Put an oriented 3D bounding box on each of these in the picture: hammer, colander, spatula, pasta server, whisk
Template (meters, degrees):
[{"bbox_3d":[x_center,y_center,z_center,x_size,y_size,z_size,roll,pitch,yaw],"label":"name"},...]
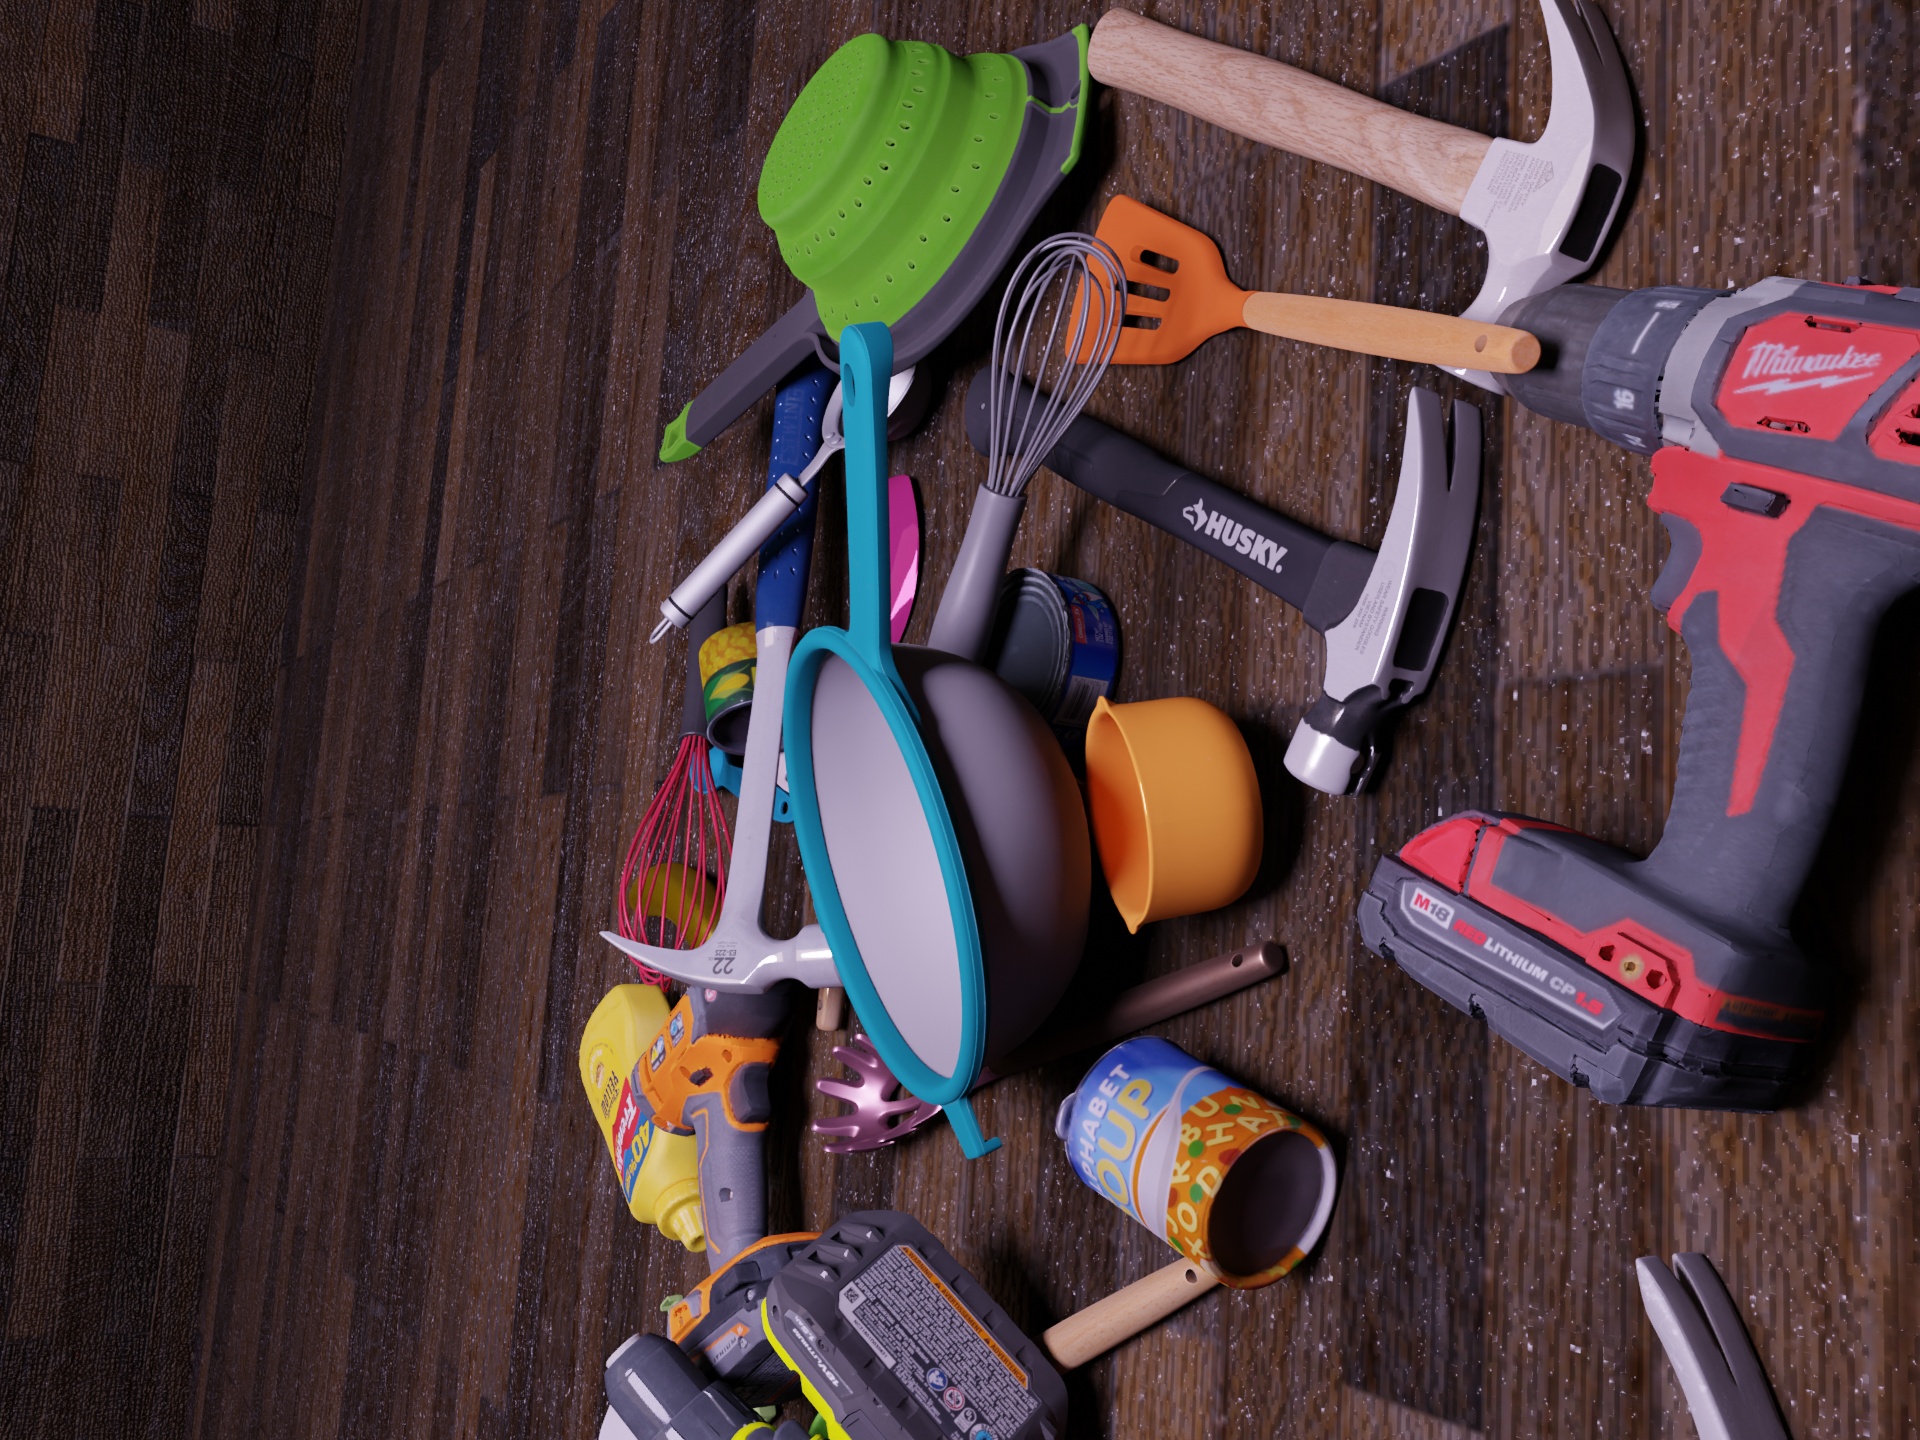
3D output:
[{"bbox_3d":[-0.113,-0.041,0.919,0.144,0.035,0.406,-6,63,19],"label":"hammer"},{"bbox_3d":[0.121,0.287,0.553,0.359,0.036,0.149,-36,54,48],"label":"hammer"},{"bbox_3d":[-0.094,-0.262,0.899,0.397,0.094,0.205,-28,45,43],"label":"colander"},{"bbox_3d":[0.120,-0.161,0.625,0.323,0.041,0.081,-131,56,-66],"label":"spatula"},{"bbox_3d":[0.143,-0.251,0.653,0.332,0.031,0.130,51,125,49],"label":"hammer"},{"bbox_3d":[0.091,-0.105,0.695,0.335,0.035,0.146,42,118,53],"label":"hammer"},{"bbox_3d":[0.027,0.149,0.730,0.316,0.040,0.060,-34,44,47],"label":"pasta server"},{"bbox_3d":[0.022,-0.103,0.730,0.055,0.055,0.239,48,127,50],"label":"whisk"},{"bbox_3d":[-0.167,0.030,0.993,0.073,0.073,0.296,-40,40,46],"label":"whisk"}]

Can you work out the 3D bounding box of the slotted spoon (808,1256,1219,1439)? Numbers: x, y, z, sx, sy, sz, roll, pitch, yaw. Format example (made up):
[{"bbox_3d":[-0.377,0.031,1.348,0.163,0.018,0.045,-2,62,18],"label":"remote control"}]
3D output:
[{"bbox_3d":[0.019,0.300,0.715,0.313,0.031,0.070,-47,63,38],"label":"slotted spoon"}]

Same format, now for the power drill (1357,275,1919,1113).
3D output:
[{"bbox_3d":[0.202,-0.021,0.469,0.188,0.080,0.226,36,109,54],"label":"power drill"}]

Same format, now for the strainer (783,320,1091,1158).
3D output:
[{"bbox_3d":[-0.001,-0.002,0.669,0.211,0.095,0.340,-134,37,-53],"label":"strainer"}]

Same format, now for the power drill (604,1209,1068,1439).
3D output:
[{"bbox_3d":[-0.069,0.324,0.723,0.191,0.080,0.228,44,128,15],"label":"power drill"}]

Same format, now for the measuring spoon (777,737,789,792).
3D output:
[{"bbox_3d":[-0.125,0.008,1.021,0.034,0.018,0.124,-49,48,13],"label":"measuring spoon"}]

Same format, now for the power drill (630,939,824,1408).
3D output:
[{"bbox_3d":[-0.115,0.241,0.881,0.164,0.084,0.227,-53,42,37],"label":"power drill"}]

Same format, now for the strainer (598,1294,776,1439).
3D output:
[{"bbox_3d":[-0.186,0.487,0.946,0.151,0.069,0.256,11,90,57],"label":"strainer"}]

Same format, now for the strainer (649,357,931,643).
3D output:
[{"bbox_3d":[-0.090,-0.137,0.911,0.258,0.050,0.087,-46,33,5],"label":"strainer"}]

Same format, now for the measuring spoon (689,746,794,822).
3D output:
[{"bbox_3d":[-0.135,0.041,1.029,0.129,0.021,0.042,25,101,47],"label":"measuring spoon"}]

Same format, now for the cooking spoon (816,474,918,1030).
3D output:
[{"bbox_3d":[-0.057,0.016,0.907,0.069,0.017,0.319,-2,81,59],"label":"cooking spoon"}]

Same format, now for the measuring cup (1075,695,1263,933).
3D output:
[{"bbox_3d":[0.080,0.033,0.674,0.173,0.052,0.095,-170,72,-82],"label":"measuring cup"}]
